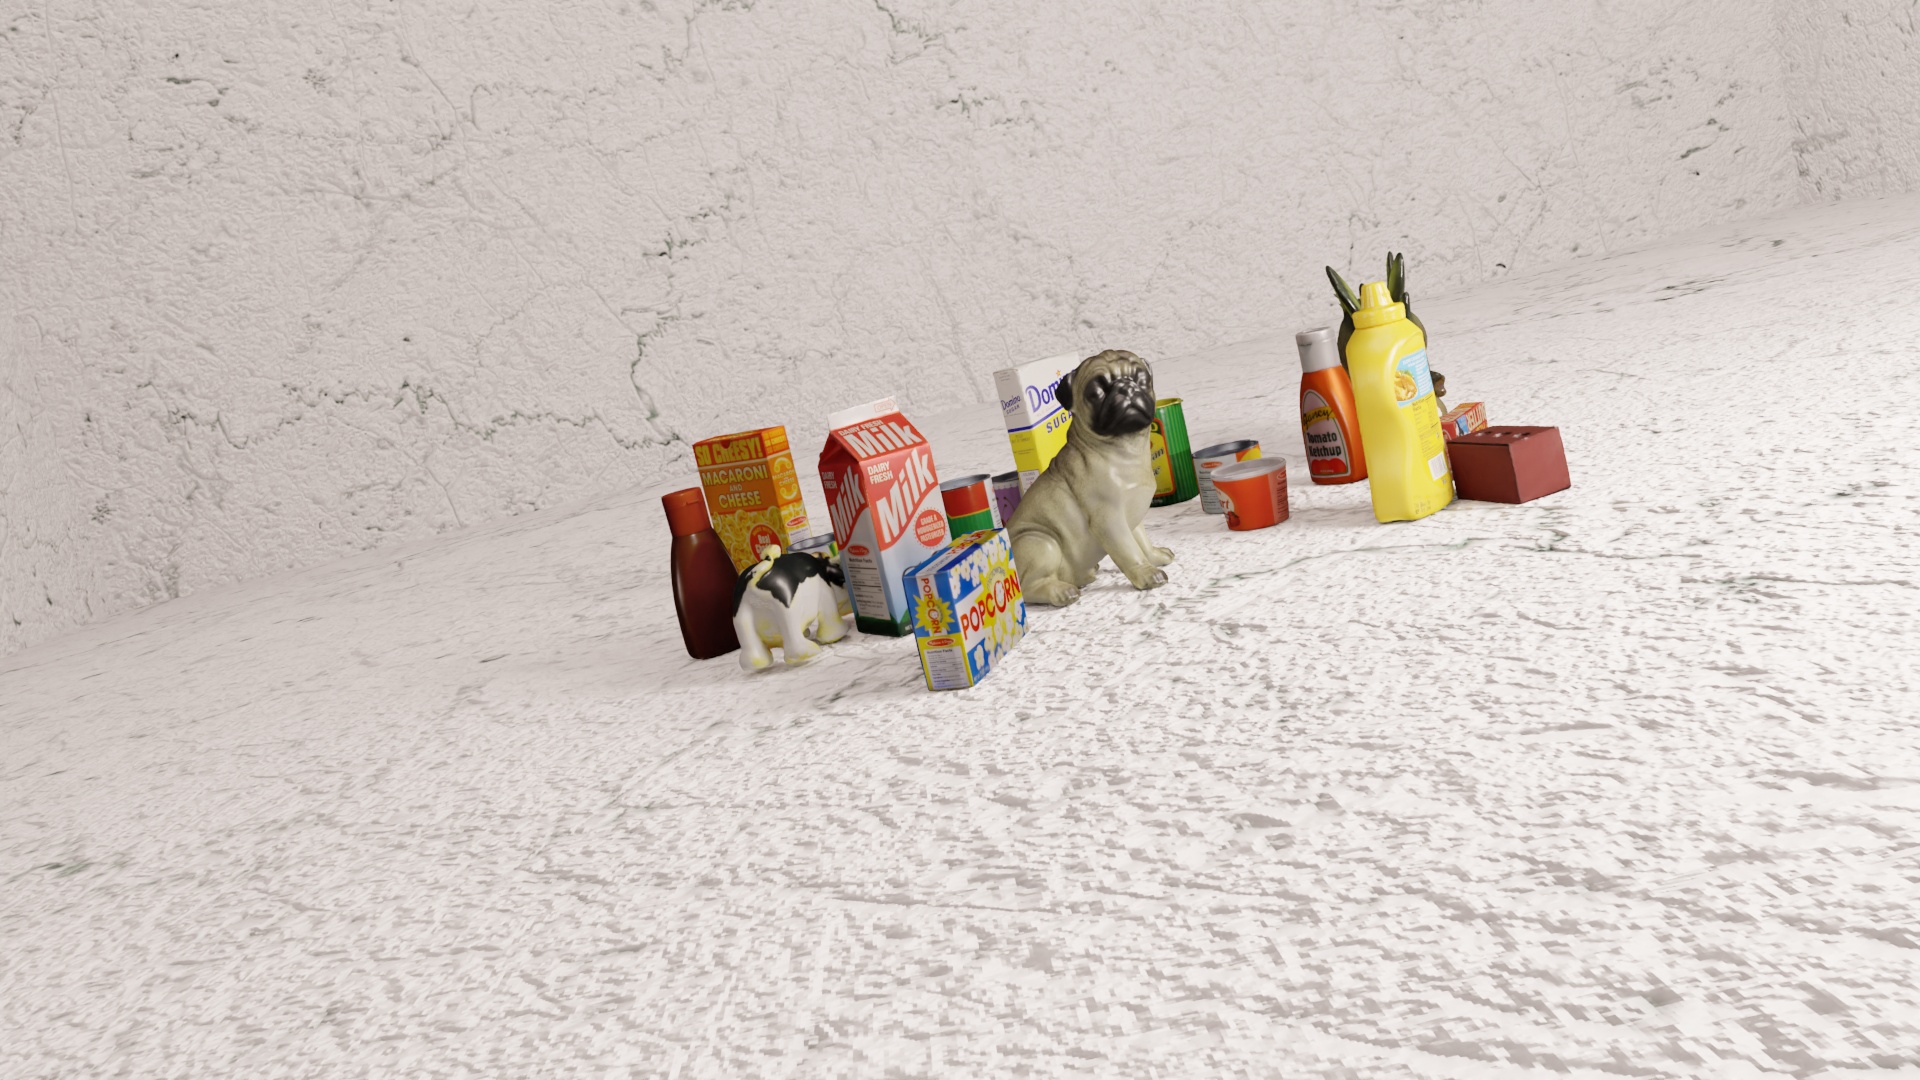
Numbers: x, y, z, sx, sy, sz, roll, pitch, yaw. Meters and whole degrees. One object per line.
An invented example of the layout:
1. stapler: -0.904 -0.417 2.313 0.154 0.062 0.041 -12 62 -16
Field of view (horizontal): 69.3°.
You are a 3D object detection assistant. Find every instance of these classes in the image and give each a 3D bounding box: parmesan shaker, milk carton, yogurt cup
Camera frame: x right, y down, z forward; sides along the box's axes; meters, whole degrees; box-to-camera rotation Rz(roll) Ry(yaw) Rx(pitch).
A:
1. parmesan shaker: 0.210 -0.092 1.448 0.071 0.103 0.071 -13 10 2
2. milk carton: -0.061 -0.021 1.165 0.072 0.190 0.073 -20 11 -33
3. yogurt cup: 0.262 -0.041 1.242 0.072 0.054 0.072 -13 10 2

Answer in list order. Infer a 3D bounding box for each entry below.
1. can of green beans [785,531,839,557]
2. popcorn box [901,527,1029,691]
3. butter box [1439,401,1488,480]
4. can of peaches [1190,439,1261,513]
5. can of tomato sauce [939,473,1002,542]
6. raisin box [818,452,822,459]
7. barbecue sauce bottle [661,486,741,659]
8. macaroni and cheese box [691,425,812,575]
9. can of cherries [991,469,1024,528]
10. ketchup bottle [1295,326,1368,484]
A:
1. can of green beans: -0.134 0.027 1.375 0.071 0.057 0.071 -13 10 2
2. popcorn box: 0.006 0.047 1.002 0.038 0.085 0.127 -9 11 23
3. butter box: 0.457 -0.092 1.265 0.024 0.053 0.104 -7 12 36
4. can of peaches: 0.263 -0.062 1.344 0.071 0.058 0.071 -13 10 2
5. can of tomato sauce: 0.005 -0.017 1.364 0.071 0.083 0.071 -13 10 2
6. raisin box: -0.108 -0.054 1.602 0.040 0.123 0.086 -5 12 40
7. barbecue sauce bottle: -0.230 0.027 1.240 0.065 0.148 0.043 -20 11 -35
8. macaroni and cheese box: -0.229 -0.038 1.549 0.123 0.166 0.040 -5 13 41
9. can of cherries: 0.063 -0.044 1.504 0.071 0.058 0.071 -13 10 2
10. ketchup bottle: 0.354 -0.130 1.335 0.044 0.148 0.064 -19 11 -32
